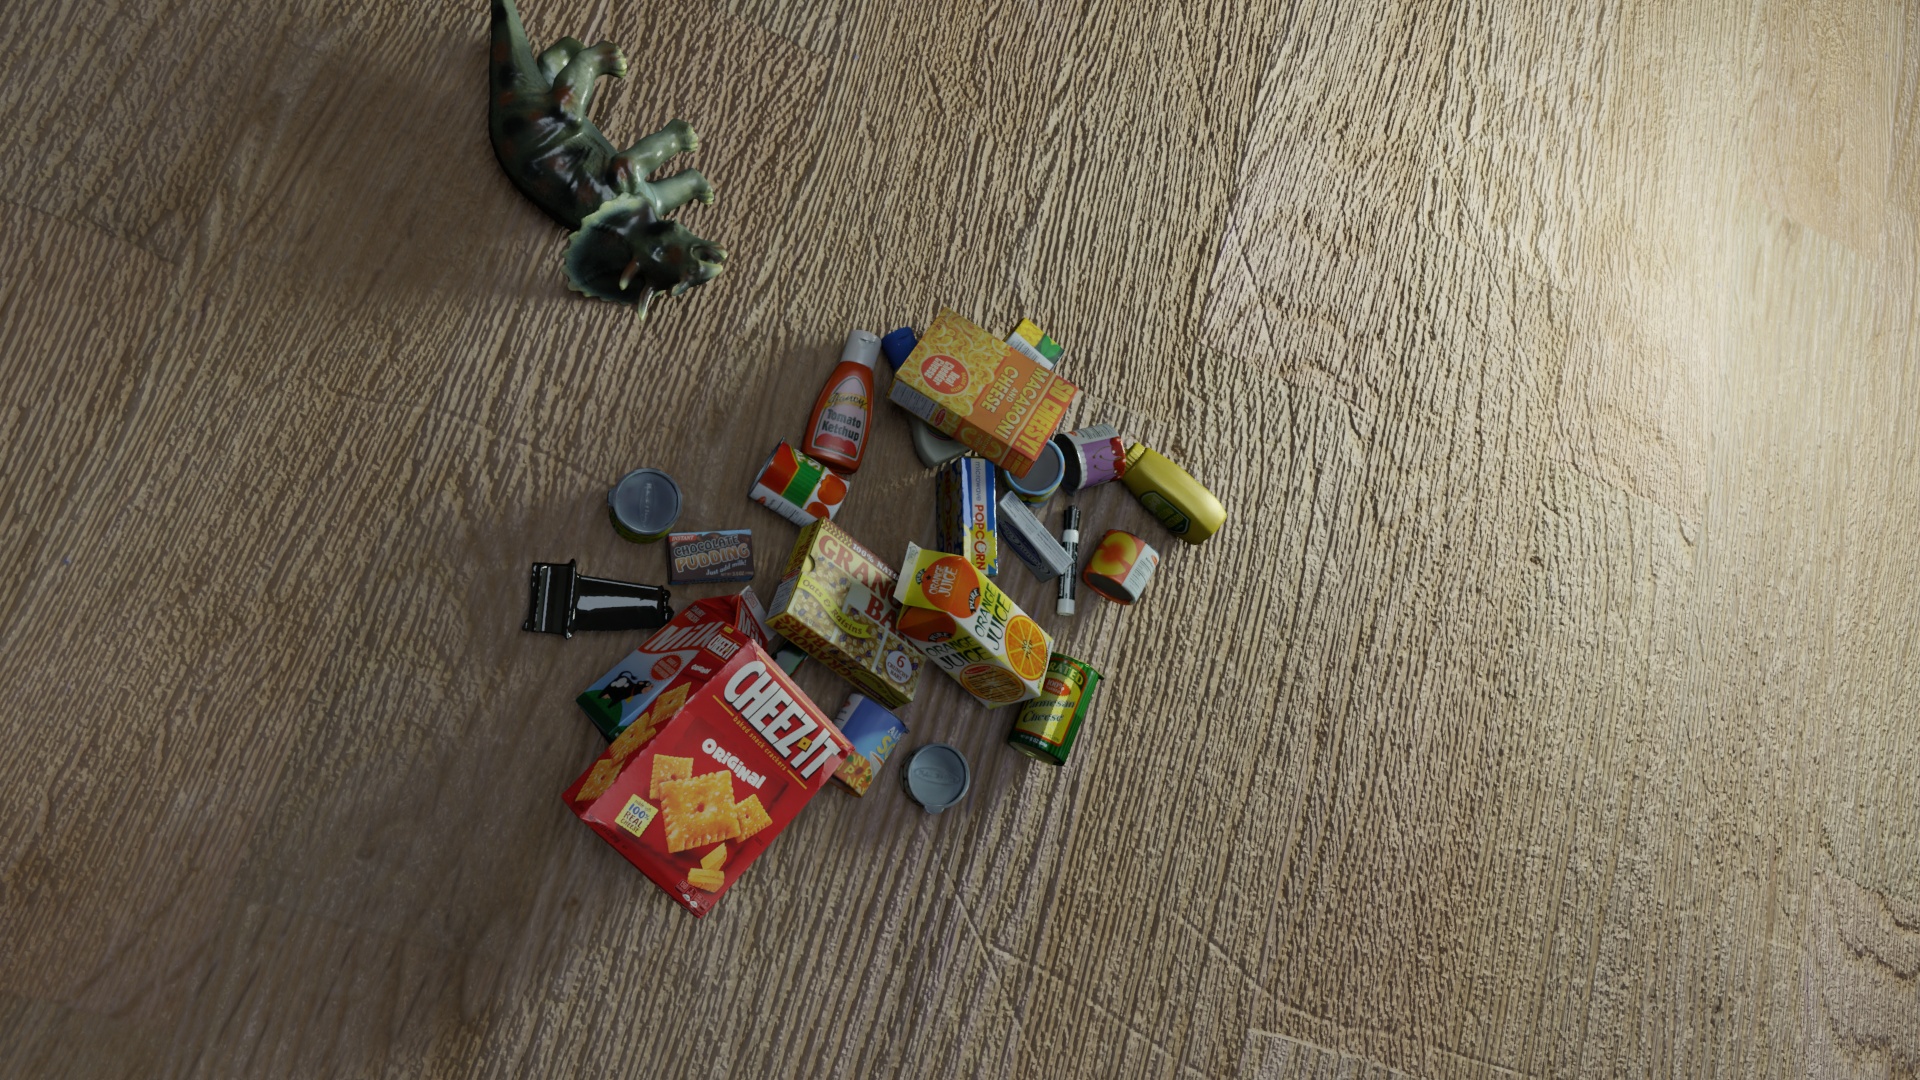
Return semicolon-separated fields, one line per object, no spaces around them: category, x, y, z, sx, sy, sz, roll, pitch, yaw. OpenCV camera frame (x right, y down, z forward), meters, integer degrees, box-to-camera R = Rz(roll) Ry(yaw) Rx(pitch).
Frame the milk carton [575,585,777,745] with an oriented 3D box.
milk carton;-0.259;0.126;1.321;0.191;0.073;0.072;-41;132;-20

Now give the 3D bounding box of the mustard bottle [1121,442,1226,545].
mustard bottle;0.220;-0.062;1.544;0.160;0.065;0.049;41;65;-1

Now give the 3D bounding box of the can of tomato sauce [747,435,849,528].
can of tomato sauce;-0.163;-0.054;1.409;0.083;0.071;0.071;31;72;-12

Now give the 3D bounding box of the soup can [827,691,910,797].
soup can;-0.101;0.205;1.379;0.071;0.071;0.084;36;71;-9

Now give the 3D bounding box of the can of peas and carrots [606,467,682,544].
can of peas and carrots;-0.311;-0.033;1.358;0.071;0.058;0.071;4;78;-17

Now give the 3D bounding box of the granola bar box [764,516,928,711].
granola bar box;-0.102;0.072;1.376;0.165;0.039;0.125;38;46;-24

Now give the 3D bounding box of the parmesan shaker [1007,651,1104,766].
parmesan shaker;0.100;0.177;1.450;0.071;0.071;0.103;27;72;-12

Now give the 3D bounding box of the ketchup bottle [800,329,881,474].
ketchup bottle;-0.119;-0.147;1.454;0.065;0.043;0.149;18;74;-14

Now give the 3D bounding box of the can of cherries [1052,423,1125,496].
can of cherries;0.140;-0.089;1.520;0.058;0.071;0.071;-15;85;-22

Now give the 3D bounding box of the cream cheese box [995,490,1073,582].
cream cheese box;0.071;-0.003;1.485;0.024;0.053;0.104;-43;95;-22

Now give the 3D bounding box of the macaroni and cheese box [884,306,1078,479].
macaroni and cheese box;0.024;-0.154;1.444;0.166;0.040;0.124;32;53;0

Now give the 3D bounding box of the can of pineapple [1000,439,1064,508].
can of pineapple;0.078;-0.074;1.490;0.071;0.058;0.071;0;82;-1

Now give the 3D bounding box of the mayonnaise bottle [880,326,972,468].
mayonnaise bottle;-0.039;-0.155;1.484;0.065;0.041;0.148;-24;88;-23

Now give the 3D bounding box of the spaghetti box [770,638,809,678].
spaghetti box;-0.214;0.171;1.356;0.028;0.050;0.251;40;70;-7

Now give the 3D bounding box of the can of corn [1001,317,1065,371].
can of corn;0.071;-0.202;1.519;0.058;0.071;0.071;39;70;-8

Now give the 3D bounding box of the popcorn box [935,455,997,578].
popcorn box;0.005;-0.018;1.448;0.038;0.085;0.127;3;78;-20

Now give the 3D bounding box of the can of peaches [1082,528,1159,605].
can of peaches;0.172;0.029;1.508;0.071;0.071;0.058;35;71;-10

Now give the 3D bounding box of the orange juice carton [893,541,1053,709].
orange juice carton;0.004;0.083;1.391;0.192;0.073;0.072;43;45;-30

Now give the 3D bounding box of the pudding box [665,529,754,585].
pudding box;-0.250;0.016;1.385;0.084;0.030;0.050;-2;79;-19

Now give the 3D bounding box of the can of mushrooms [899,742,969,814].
can of mushrooms;-0.027;0.242;1.414;0.071;0.033;0.071;4;78;-19
